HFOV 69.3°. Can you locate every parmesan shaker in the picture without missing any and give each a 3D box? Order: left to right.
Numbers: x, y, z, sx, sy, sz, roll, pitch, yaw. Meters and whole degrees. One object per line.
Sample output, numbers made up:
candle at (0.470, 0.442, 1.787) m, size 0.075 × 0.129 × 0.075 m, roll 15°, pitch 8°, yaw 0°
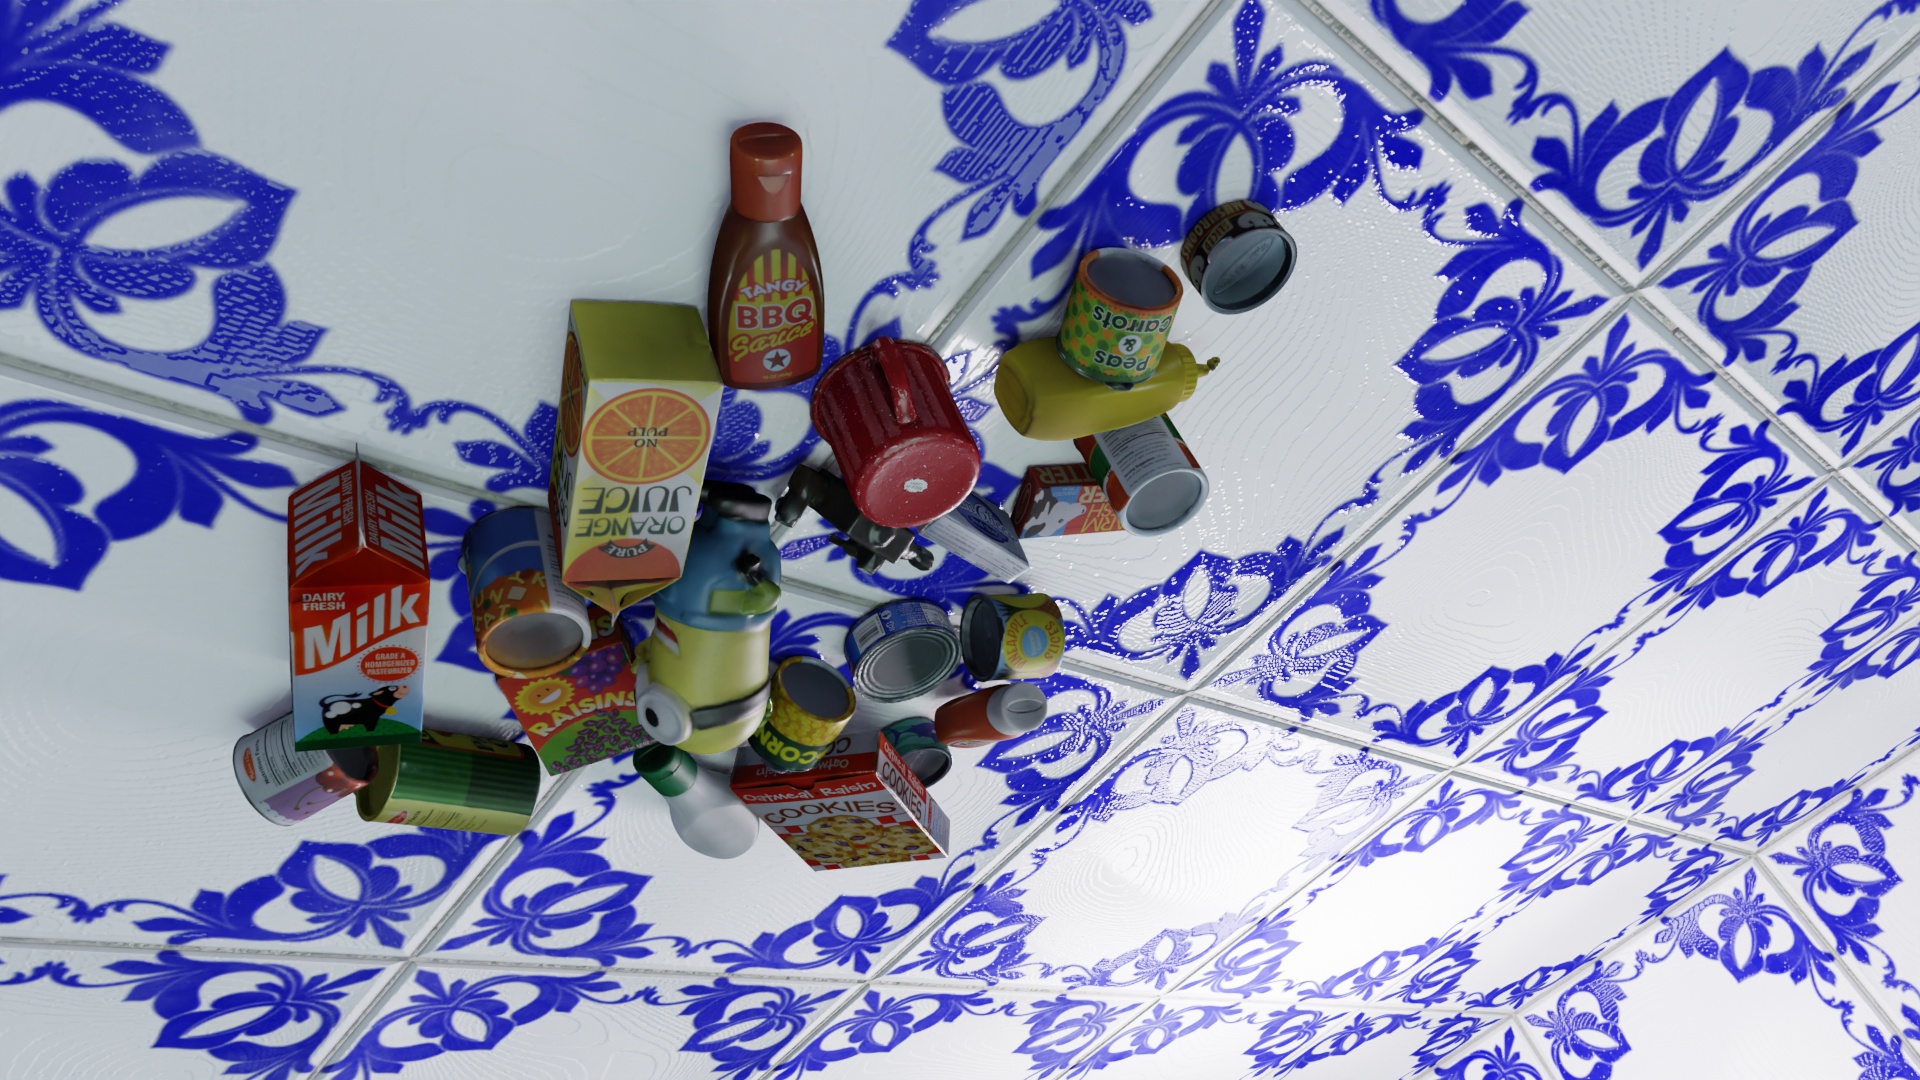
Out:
parmesan shaker at (-0.353, 0.166, 0.957) m, size 0.103 × 0.071 × 0.071 m, roll 18°, pitch 124°, yaw -41°

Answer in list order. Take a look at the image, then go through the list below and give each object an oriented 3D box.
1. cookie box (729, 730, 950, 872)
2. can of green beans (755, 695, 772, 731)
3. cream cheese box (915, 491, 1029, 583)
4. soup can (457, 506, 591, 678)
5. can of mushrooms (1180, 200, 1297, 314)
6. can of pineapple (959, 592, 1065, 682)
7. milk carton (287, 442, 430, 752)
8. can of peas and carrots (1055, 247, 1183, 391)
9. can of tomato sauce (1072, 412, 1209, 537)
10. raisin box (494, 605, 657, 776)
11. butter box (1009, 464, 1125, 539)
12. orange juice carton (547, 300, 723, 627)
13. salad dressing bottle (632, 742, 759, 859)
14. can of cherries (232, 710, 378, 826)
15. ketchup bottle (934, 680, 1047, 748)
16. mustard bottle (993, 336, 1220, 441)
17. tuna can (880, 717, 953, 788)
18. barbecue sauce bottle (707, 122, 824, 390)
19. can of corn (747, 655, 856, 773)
cookie box at (-0.094, 0.215, 1.127) m, size 0.123 × 0.040 × 0.166 m, roll -10°, pitch 142°, yaw 16°
can of green beans at (-0.171, 0.103, 0.986) m, size 0.071 × 0.058 × 0.071 m, roll -15°, pitch 140°, yaw -13°
cream cheese box at (0.003, -0.012, 0.953) m, size 0.024 × 0.053 × 0.103 m, roll -39°, pitch 139°, yaw 20°
soup can at (-0.264, 0.033, 0.838) m, size 0.071 × 0.084 × 0.071 m, roll -14°, pitch 140°, yaw -12°
can of mushrooms at (0.173, -0.179, 0.871) m, size 0.071 × 0.033 × 0.070 m, roll -15°, pitch 140°, yaw -12°
can of pineapple at (0.040, 0.073, 1.055) m, size 0.058 × 0.071 × 0.070 m, roll -1°, pitch 135°, yaw -28°
milk carton at (-0.350, 0.036, 0.806) m, size 0.073 × 0.072 × 0.189 m, roll -2°, pitch 135°, yaw -26°
can of peas and carrots at (0.097, -0.136, 0.849) m, size 0.071 × 0.071 × 0.058 m, roll -6°, pitch 137°, yaw -22°
can of tomato sauce at (0.123, -0.052, 0.947) m, size 0.071 × 0.083 × 0.070 m, roll -14°, pitch 139°, yaw -12°
raisin box at (-0.261, 0.103, 0.954) m, size 0.086 × 0.040 × 0.122 m, roll -17°, pitch 141°, yaw -9°
butter box at (0.091, -0.030, 1.002) m, size 0.104 × 0.024 × 0.052 m, roll -5°, pitch 137°, yaw -23°
orange juice carton at (-0.194, -0.039, 0.803) m, size 0.073 × 0.072 × 0.191 m, roll -2°, pitch 135°, yaw -25°
salad dressing bottle at (-0.207, 0.200, 1.088) m, size 0.064 × 0.044 × 0.147 m, roll -30°, pitch 140°, yaw -4°
can of cherries at (-0.419, 0.141, 0.894) m, size 0.058 × 0.072 × 0.071 m, roll -29°, pitch 141°, yaw 3°
ketchup bottle at (0.027, 0.135, 1.082) m, size 0.065 × 0.043 × 0.148 m, roll -5°, pitch 169°, yaw -17°
mustard bottle at (0.103, -0.103, 0.897) m, size 0.161 × 0.065 × 0.048 m, roll -9°, pitch 141°, yaw -25°
tuna can at (-0.044, 0.180, 1.158) m, size 0.071 × 0.033 × 0.070 m, roll -15°, pitch 140°, yaw -13°
barbecue sauce bottle at (-0.105, -0.151, 0.749) m, size 0.065 × 0.044 × 0.147 m, roll -11°, pitch 138°, yaw -18°
can of corn at (-0.120, 0.130, 1.033) m, size 0.071 × 0.071 × 0.058 m, roll 10°, pitch 129°, yaw -35°
